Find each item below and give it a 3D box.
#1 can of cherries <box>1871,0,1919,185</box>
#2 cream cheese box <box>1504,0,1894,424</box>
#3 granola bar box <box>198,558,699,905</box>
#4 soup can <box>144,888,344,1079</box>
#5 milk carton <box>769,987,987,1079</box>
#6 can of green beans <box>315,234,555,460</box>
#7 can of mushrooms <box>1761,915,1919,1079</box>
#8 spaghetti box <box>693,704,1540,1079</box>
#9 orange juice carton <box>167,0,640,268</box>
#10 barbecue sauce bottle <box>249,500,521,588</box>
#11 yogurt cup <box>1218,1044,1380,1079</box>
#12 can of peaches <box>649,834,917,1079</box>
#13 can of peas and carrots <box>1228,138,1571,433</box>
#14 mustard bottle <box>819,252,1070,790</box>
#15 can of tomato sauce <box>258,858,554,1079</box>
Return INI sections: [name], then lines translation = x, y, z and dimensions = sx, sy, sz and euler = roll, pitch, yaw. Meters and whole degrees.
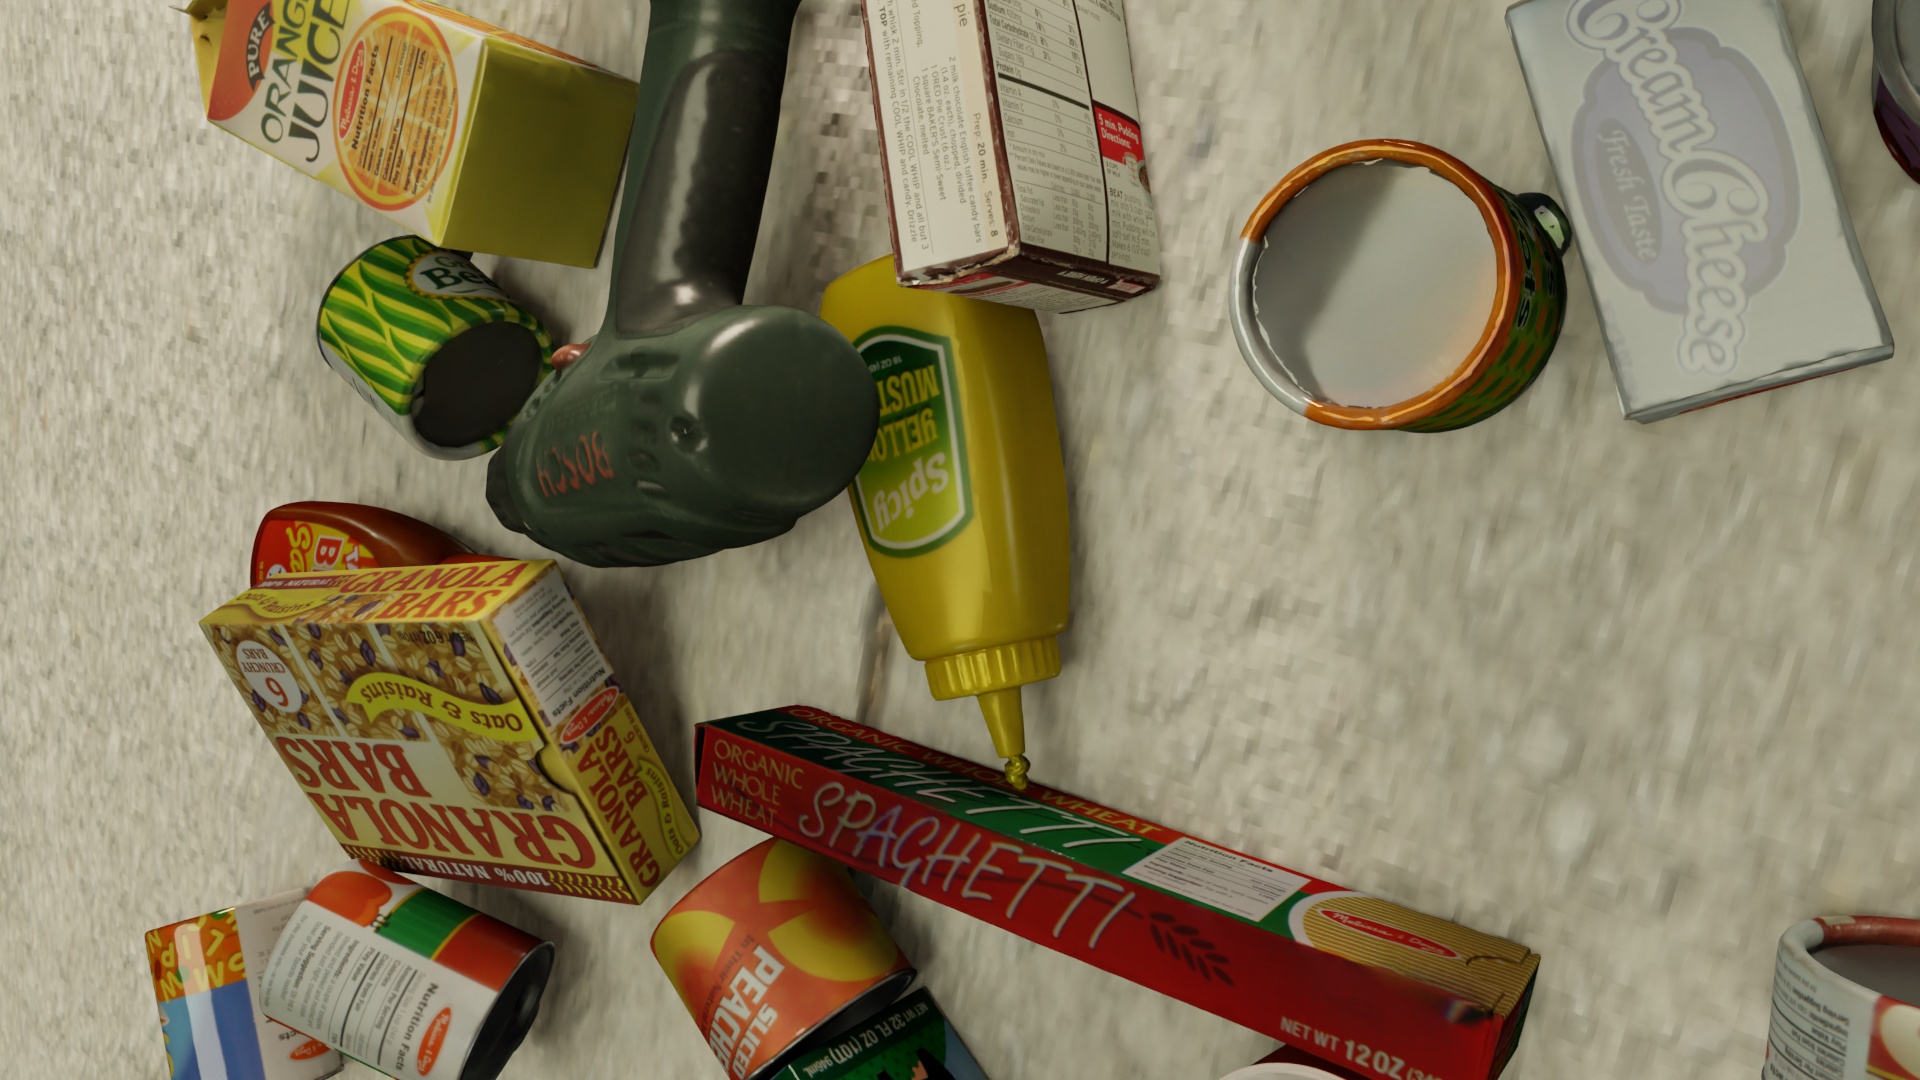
[can of cherries]
translation = 0.214, -0.095, 0.262
dimensions = 0.071, 0.058, 0.071
euler = 2, 93, 32
[cream cheese box]
translation = 0.165, -0.083, 0.314
dimensions = 0.053, 0.024, 0.104
euler = -17, 83, 32
[granola bar box]
translation = -0.191, 0.071, 0.513
dimensions = 0.165, 0.039, 0.123
euler = -3, 120, 33
[soup can]
translation = -0.321, 0.206, 0.617
dimensions = 0.071, 0.071, 0.084
euler = -21, 81, 32
[milk carton]
translation = 0.004, 0.240, 0.408
dimensions = 0.073, 0.072, 0.191
euler = -49, 68, 25
[can of green beans]
translation = -0.196, -0.072, 0.523
dimensions = 0.058, 0.071, 0.071
euler = 39, 112, 24
[can of mushrooms]
translation = 0.202, 0.102, 0.277
dimensions = 0.071, 0.071, 0.033
euler = 6, 95, 32
[spaghetti box]
translation = 0.029, 0.093, 0.397
dimensions = 0.250, 0.050, 0.028
euler = 13, 99, 32
[orange juice carton]
translation = -0.219, -0.171, 0.528
dimensions = 0.193, 0.072, 0.072
euler = 28, 107, 28
[barbecue sauce bottle]
translation = -0.225, 0.020, 0.560
dimensions = 0.148, 0.044, 0.064
euler = 5, 97, 32
[yogurt cup]
translation = 0.096, 0.159, 0.354
dimensions = 0.072, 0.054, 0.072
euler = 2, 94, 33
[can of peaches]
translation = -0.058, 0.134, 0.443
dimensions = 0.071, 0.071, 0.058
euler = -48, 67, 25
[can of peas and carrots]
translation = 0.107, -0.060, 0.332
dimensions = 0.071, 0.059, 0.071
euler = 3, 95, 33
[mustard bottle]
translation = 0.001, -0.005, 0.409
dimensions = 0.065, 0.049, 0.160
euler = -16, 84, 38
[can of tomato sauce]
translation = -0.208, 0.167, 0.530
dimensions = 0.083, 0.071, 0.071
euler = 23, 106, 5
